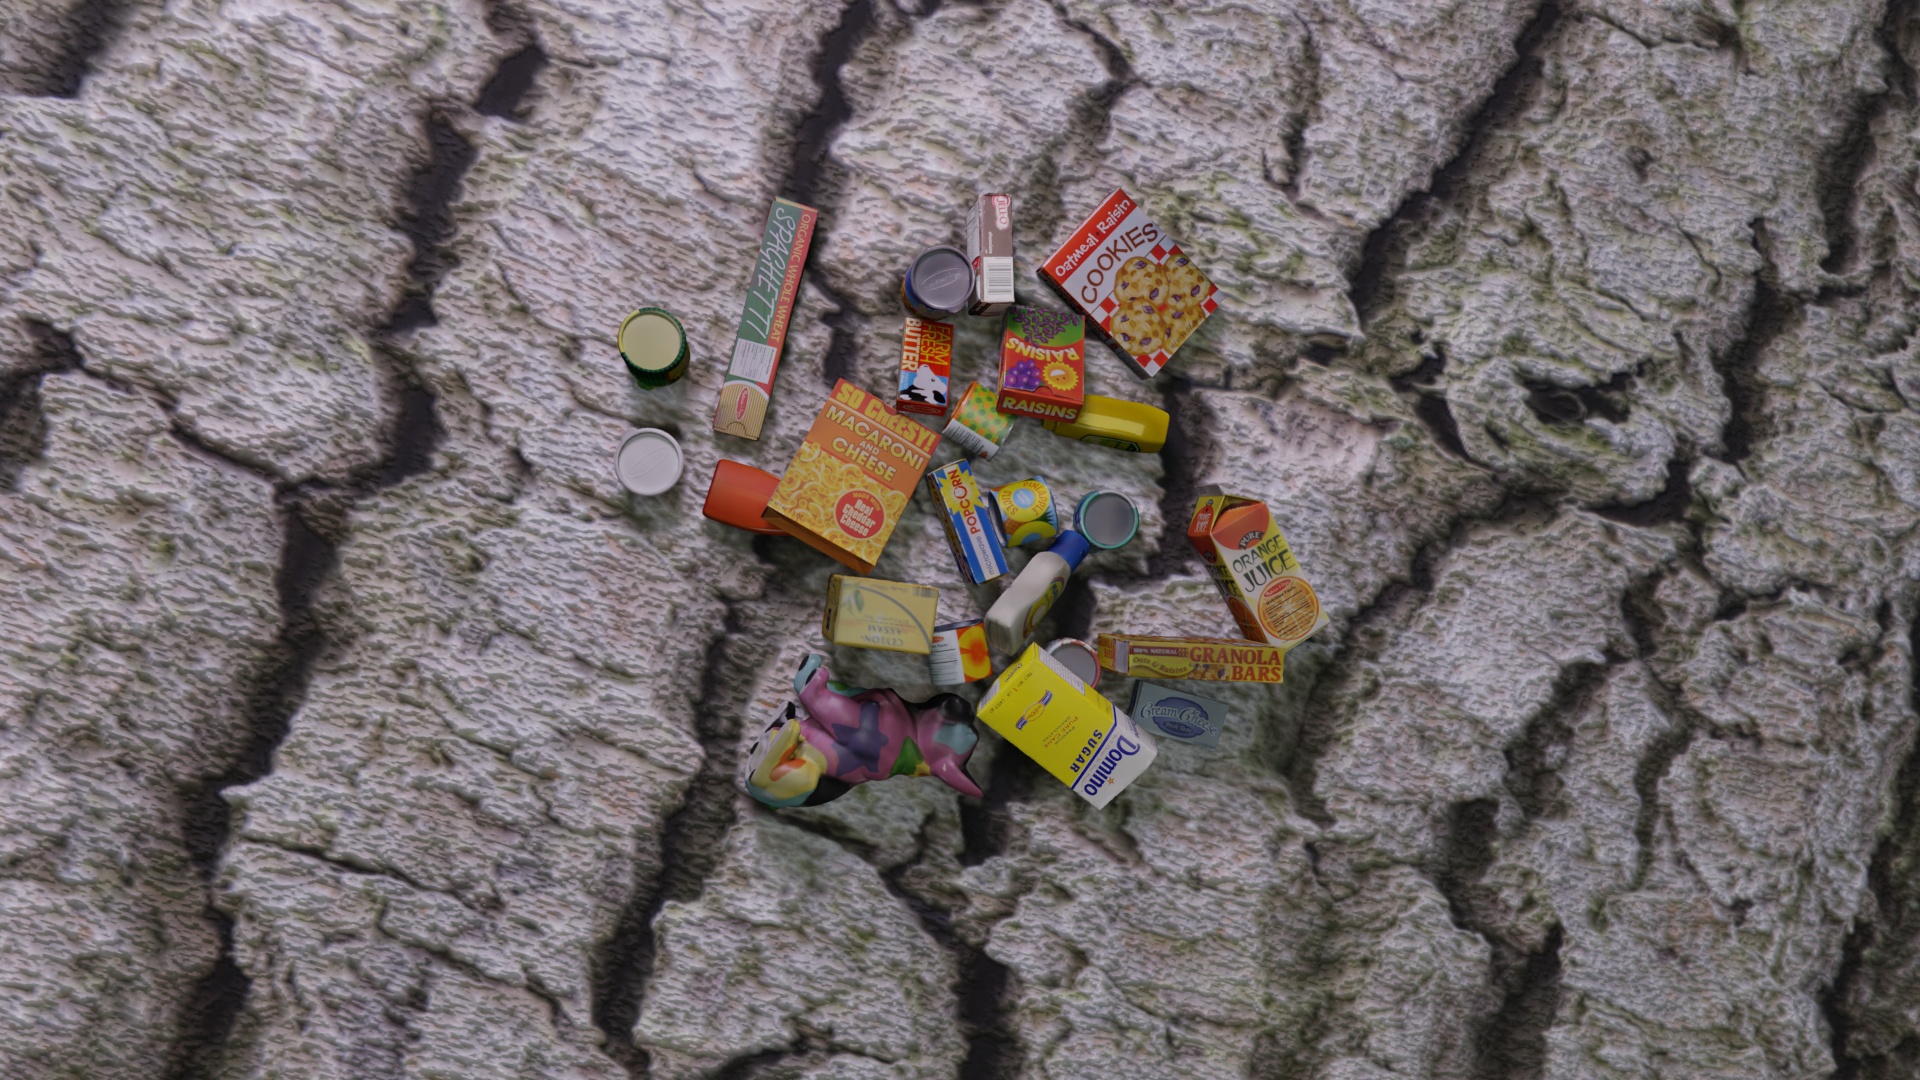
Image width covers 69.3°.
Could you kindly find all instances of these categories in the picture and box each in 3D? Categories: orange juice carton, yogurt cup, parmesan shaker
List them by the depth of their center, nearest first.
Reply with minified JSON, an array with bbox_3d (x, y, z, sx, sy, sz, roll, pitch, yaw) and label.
[{"bbox_3d":[-0.304,-0.188,1.379,0.071,0.103,0.071,0,90,-9],"label":"parmesan shaker"},{"bbox_3d":[-0.313,-0.078,1.401,0.072,0.054,0.072,0,90,-9],"label":"yogurt cup"},{"bbox_3d":[0.310,0.023,1.493,0.073,0.072,0.192,-31,94,-8],"label":"orange juice carton"}]

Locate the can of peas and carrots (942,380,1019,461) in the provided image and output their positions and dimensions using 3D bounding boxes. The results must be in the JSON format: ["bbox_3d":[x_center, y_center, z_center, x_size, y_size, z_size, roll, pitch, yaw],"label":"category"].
[{"bbox_3d":[0.023,-0.127,1.452,0.059,0.071,0.071,31,85,-7],"label":"can of peas and carrots"}]

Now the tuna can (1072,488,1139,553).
[{"bbox_3d":[0.155,-0.020,1.488,0.071,0.033,0.071,0,89,-9],"label":"tuna can"}]

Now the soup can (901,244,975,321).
[{"bbox_3d":[-0.023,-0.262,1.436,0.071,0.084,0.071,0,90,-9],"label":"soup can"}]

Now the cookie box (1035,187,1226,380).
[{"bbox_3d":[0.182,-0.275,1.493,0.167,0.040,0.123,44,83,-7],"label":"cookie box"}]

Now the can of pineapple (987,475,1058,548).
[{"bbox_3d":[0.065,-0.030,1.455,0.058,0.071,0.071,-15,92,-9],"label":"can of pineapple"}]

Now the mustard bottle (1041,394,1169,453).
[{"bbox_3d":[0.138,-0.129,1.474,0.160,0.065,0.049,10,81,-2],"label":"mustard bottle"}]

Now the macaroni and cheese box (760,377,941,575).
[{"bbox_3d":[-0.108,-0.066,1.415,0.124,0.040,0.167,30,65,-8],"label":"macaroni and cheese box"}]

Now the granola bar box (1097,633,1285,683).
[{"bbox_3d":[0.238,0.123,1.453,0.166,0.124,0.039,3,90,-9],"label":"granola bar box"}]

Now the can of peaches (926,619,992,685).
[{"bbox_3d":[-0.002,0.116,1.445,0.071,0.071,0.058,-11,91,-9],"label":"can of peaches"}]

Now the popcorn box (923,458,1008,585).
[{"bbox_3d":[0.005,-0.018,1.437,0.038,0.085,0.126,-21,93,-8],"label":"popcorn box"}]

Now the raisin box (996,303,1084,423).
[{"bbox_3d":[0.084,-0.185,1.443,0.086,0.039,0.124,10,54,-7],"label":"raisin box"}]

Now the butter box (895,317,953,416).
[{"bbox_3d":[-0.037,-0.181,1.444,0.053,0.024,0.104,8,65,-9],"label":"butter box"}]

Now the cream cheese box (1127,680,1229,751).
[{"bbox_3d":[0.234,0.189,1.502,0.104,0.024,0.053,16,86,-9],"label":"cream cheese box"}]

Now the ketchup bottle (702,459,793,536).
[{"bbox_3d":[-0.186,-0.033,1.426,0.149,0.043,0.065,17,85,-9],"label":"ketchup bottle"}]

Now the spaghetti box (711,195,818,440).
[{"bbox_3d":[-0.201,-0.228,1.434,0.050,0.028,0.250,15,87,-9],"label":"spaghetti box"}]

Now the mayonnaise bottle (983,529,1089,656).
[{"bbox_3d":[0.081,0.050,1.446,0.041,0.064,0.149,27,58,25],"label":"mayonnaise bottle"}]

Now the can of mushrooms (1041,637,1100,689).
[{"bbox_3d":[0.117,0.138,1.479,0.071,0.033,0.071,0,88,-9],"label":"can of mushrooms"}]
